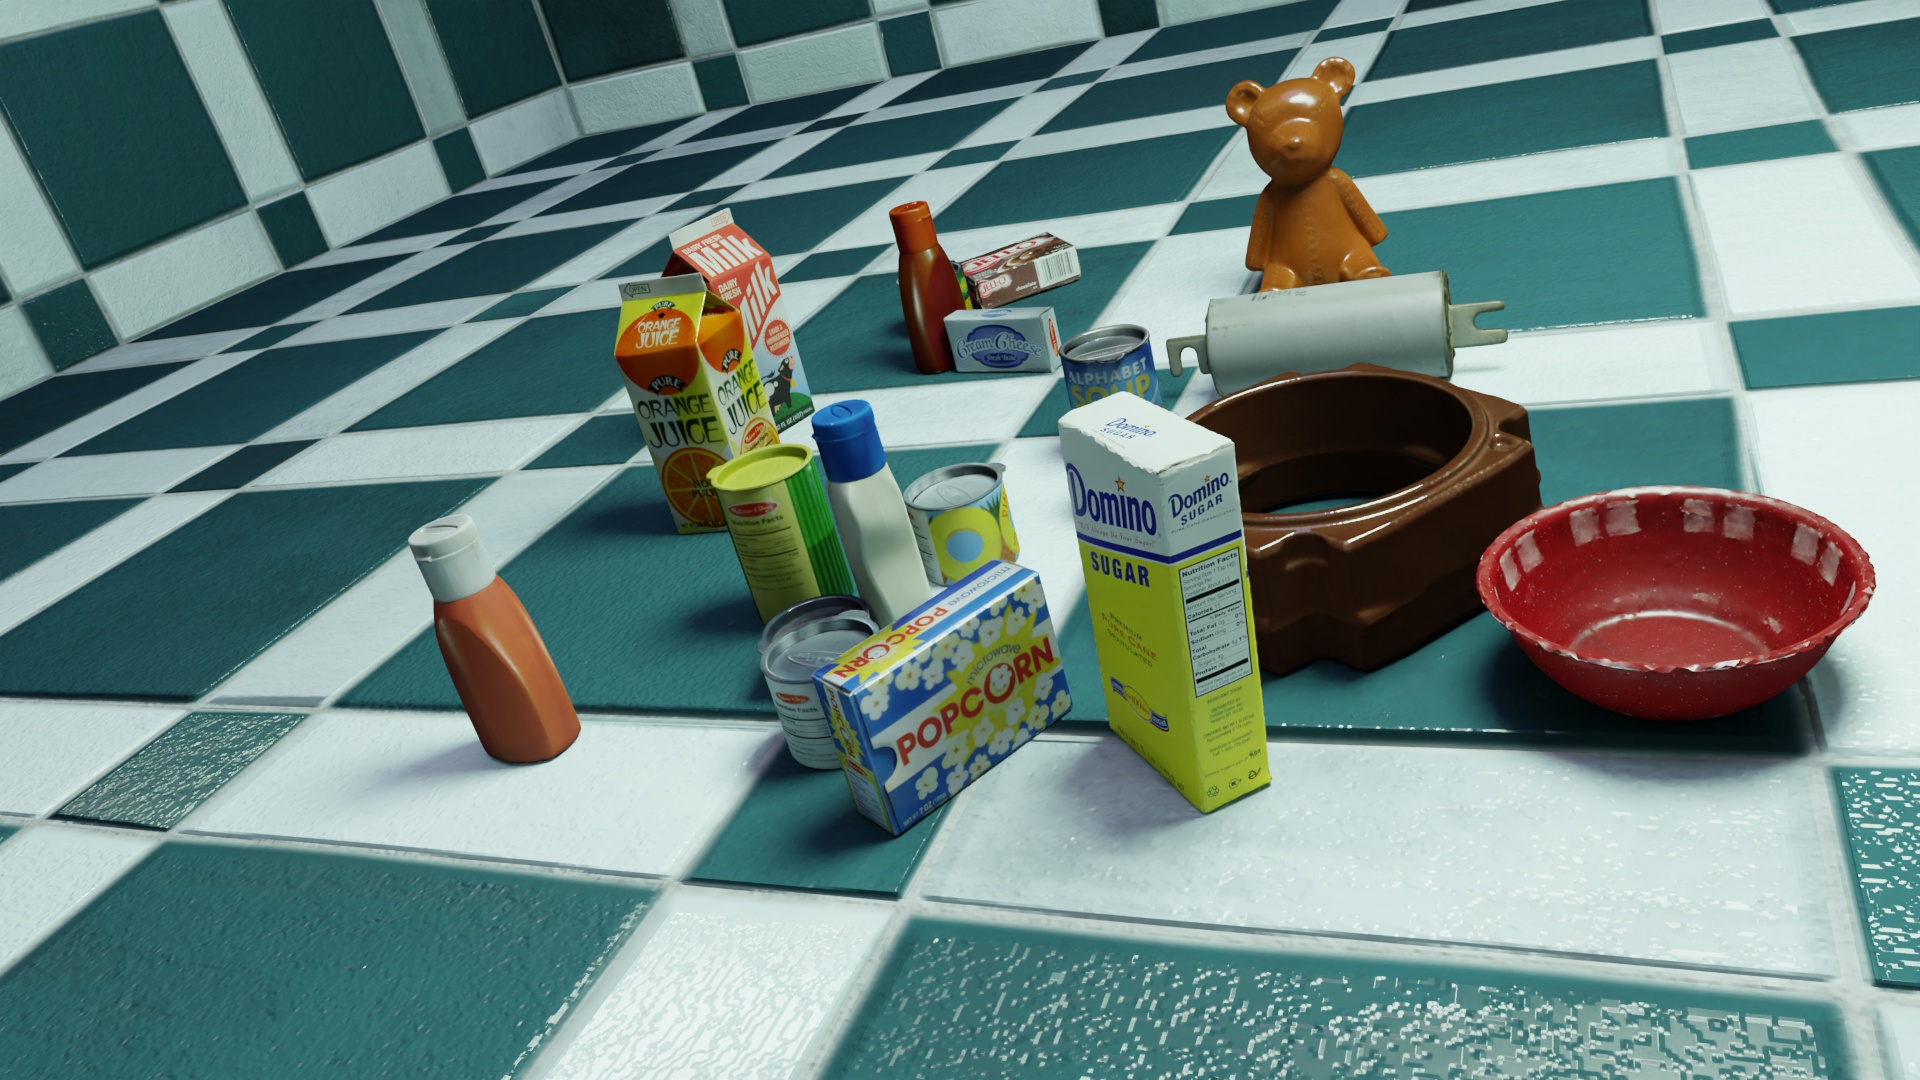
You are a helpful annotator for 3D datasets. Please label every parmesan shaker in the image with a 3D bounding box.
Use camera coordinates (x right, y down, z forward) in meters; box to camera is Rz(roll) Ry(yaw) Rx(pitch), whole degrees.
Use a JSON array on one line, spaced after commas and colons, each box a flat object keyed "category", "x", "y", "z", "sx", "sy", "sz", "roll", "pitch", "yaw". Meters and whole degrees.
[{"category": "parmesan shaker", "x": -0.116, "y": -0.002, "z": 0.895, "sx": 0.071, "sy": 0.102, "sz": 0.071, "roll": -12, "pitch": 26, "yaw": 6}]

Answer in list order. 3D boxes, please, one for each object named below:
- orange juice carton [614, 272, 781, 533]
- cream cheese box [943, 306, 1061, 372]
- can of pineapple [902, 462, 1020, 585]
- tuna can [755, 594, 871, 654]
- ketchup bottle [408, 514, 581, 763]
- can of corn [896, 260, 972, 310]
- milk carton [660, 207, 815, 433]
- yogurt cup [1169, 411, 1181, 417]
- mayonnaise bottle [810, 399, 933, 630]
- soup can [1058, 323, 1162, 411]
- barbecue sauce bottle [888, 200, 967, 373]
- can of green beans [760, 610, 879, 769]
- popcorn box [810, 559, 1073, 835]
[{"category": "orange juice carton", "x": -0.196, "y": -0.107, "z": 1.044, "sx": 0.072, "sy": 0.191, "sz": 0.073, "roll": -4, "pitch": 27, "yaw": 22}, {"category": "cream cheese box", "x": 0.038, "y": -0.176, "z": 1.220, "sx": 0.104, "sy": 0.053, "sz": 0.024, "roll": 5, "pitch": 32, "yaw": 35}, {"category": "can of pineapple", "x": 0.003, "y": -0.011, "z": 0.903, "sx": 0.071, "sy": 0.057, "sz": 0.071, "roll": -12, "pitch": 26, "yaw": 6}, {"category": "tuna can", "x": -0.085, "y": 0.063, "z": 0.827, "sx": 0.071, "sy": 0.032, "sz": 0.071, "roll": -12, "pitch": 26, "yaw": 6}, {"category": "ketchup bottle", "x": -0.273, "y": 0.058, "z": 0.804, "sx": 0.064, "sy": 0.148, "sz": 0.044, "roll": -1, "pitch": 29, "yaw": 27}, {"category": "can of corn", "x": -0.022, "y": -0.237, "z": 1.370, "sx": 0.071, "sy": 0.058, "sz": 0.071, "roll": -12, "pitch": 26, "yaw": 6}, {"category": "milk carton", "x": -0.199, "y": -0.186, "z": 1.208, "sx": 0.073, "sy": 0.189, "sz": 0.073, "roll": 9, "pitch": 34, "yaw": 40}, {"category": "yogurt cup", "x": 0.115, "y": -0.050, "z": 0.926, "sx": 0.072, "sy": 0.053, "sz": 0.073, "roll": -12, "pitch": 26, "yaw": 6}, {"category": "mayonnaise bottle", "x": -0.051, "y": -0.010, "z": 0.825, "sx": 0.041, "sy": 0.147, "sz": 0.065, "roll": -23, "pitch": 27, "yaw": -16}, {"category": "soup can", "x": 0.111, "y": -0.104, "z": 1.003, "sx": 0.071, "sy": 0.083, "sz": 0.071, "roll": -12, "pitch": 26, "yaw": 6}, {"category": "barbecue sauce bottle", "x": -0.029, "y": -0.230, "z": 1.255, "sx": 0.043, "sy": 0.148, "sz": 0.065, "roll": 7, "pitch": 33, "yaw": 39}, {"category": "can of green beans", "x": -0.068, "y": 0.082, "z": 0.753, "sx": 0.071, "sy": 0.057, "sz": 0.071, "roll": -12, "pitch": 26, "yaw": 6}, {"category": "popcorn box", "x": -0.006, "y": 0.076, "z": 0.700, "sx": 0.127, "sy": 0.085, "sz": 0.038, "roll": -31, "pitch": 30, "yaw": -31}]
